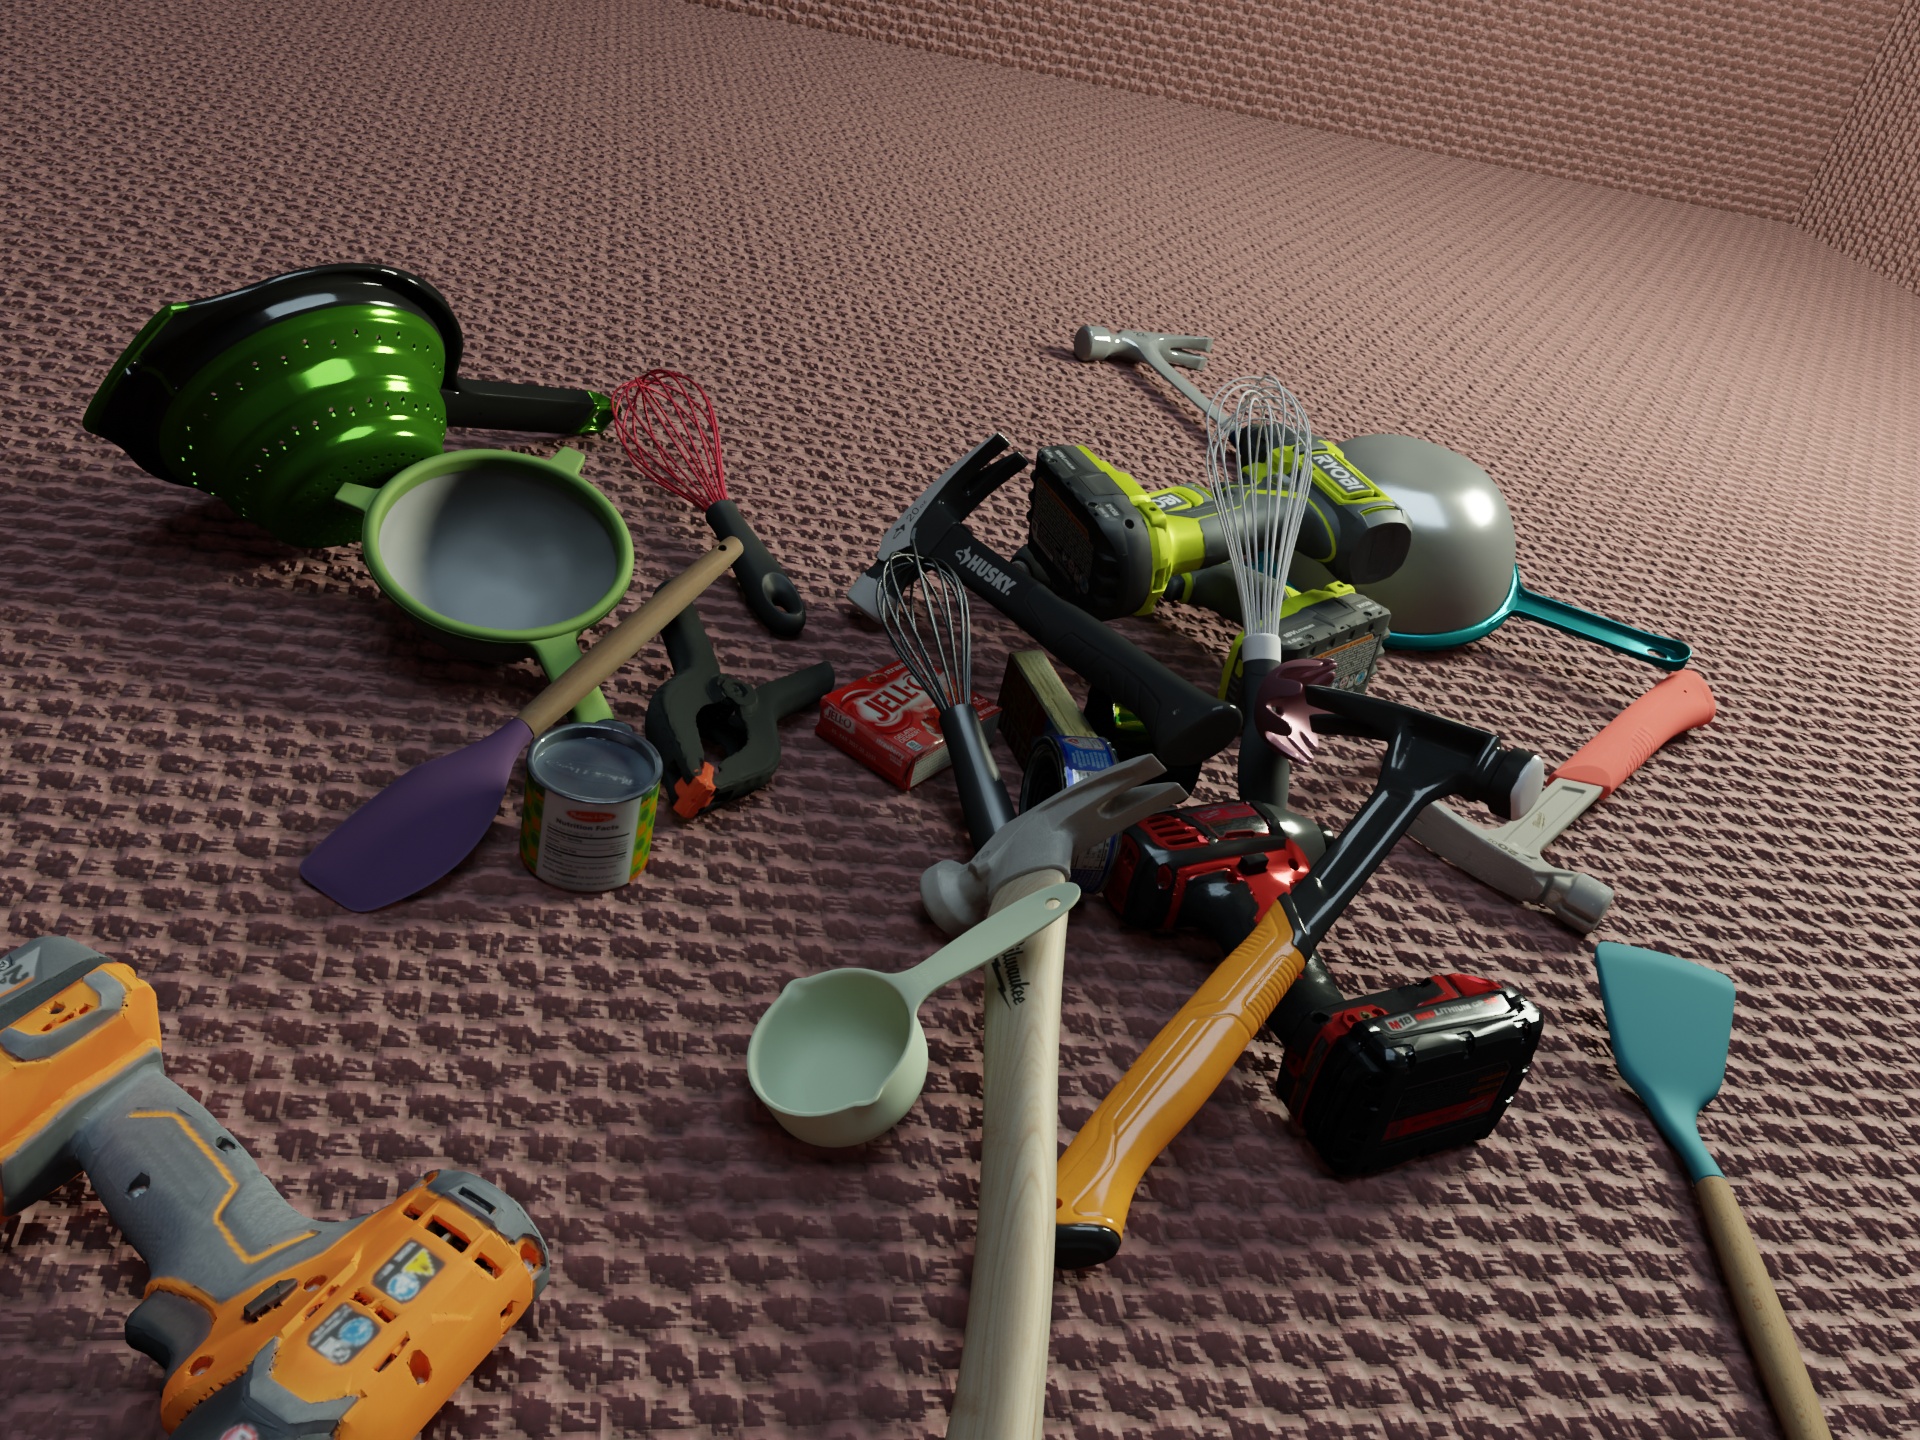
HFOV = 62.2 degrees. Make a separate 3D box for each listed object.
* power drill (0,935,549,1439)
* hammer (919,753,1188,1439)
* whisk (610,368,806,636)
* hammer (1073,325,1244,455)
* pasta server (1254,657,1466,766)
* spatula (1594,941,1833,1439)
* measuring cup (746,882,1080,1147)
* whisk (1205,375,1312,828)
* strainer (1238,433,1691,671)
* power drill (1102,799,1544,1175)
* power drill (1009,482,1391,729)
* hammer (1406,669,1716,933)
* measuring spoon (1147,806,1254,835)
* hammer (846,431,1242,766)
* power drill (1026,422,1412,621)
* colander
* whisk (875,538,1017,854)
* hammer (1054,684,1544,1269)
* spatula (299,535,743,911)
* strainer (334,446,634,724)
[{"bbox_3d":[-0.277,0.183,0.535,0.226,0.084,0.164,28,35,12],"label":"power drill"},{"bbox_3d":[0.030,0.174,0.644,0.038,0.146,0.411,45,29,-25],"label":"hammer"},{"bbox_3d":[-0.174,-0.155,1.104,0.073,0.073,0.296,-8,46,-31],"label":"whisk"},{"bbox_3d":[0.256,-0.266,1.456,0.144,0.035,0.406,-4,38,-27],"label":"hammer"},{"bbox_3d":[0.257,0.000,0.976,0.040,0.060,0.316,16,6,37],"label":"pasta server"},{"bbox_3d":[0.365,0.232,0.748,0.082,0.044,0.318,16,34,-5],"label":"spatula"},{"bbox_3d":[-0.013,0.127,0.702,0.167,0.038,0.083,-31,41,-14],"label":"measuring cup"},{"bbox_3d":[0.179,-0.073,0.952,0.070,0.070,0.285,5,77,-15],"label":"whisk"},{"bbox_3d":[0.396,-0.133,1.213,0.340,0.095,0.211,23,48,17],"label":"strainer"},{"bbox_3d":[0.183,0.119,0.820,0.143,0.078,0.220,-6,35,-28],"label":"power drill"},{"bbox_3d":[0.163,-0.084,1.113,0.190,0.080,0.229,-20,44,-35],"label":"power drill"},{"bbox_3d":[0.427,0.028,1.086,0.149,0.036,0.359,34,38,27],"label":"hammer"},{"bbox_3d":[0.144,0.066,0.939,0.124,0.018,0.034,7,40,1],"label":"measuring spoon"},{"bbox_3d":[0.053,-0.066,0.937,0.035,0.146,0.335,38,2,-40],"label":"hammer"},{"bbox_3d":[0.165,-0.143,1.069,0.223,0.080,0.171,-11,40,-19],"label":"power drill"},{"bbox_3d":[-0.339,-0.178,1.020,0.094,0.204,0.397,57,27,10],"label":"colander"},{"bbox_3d":[-0.001,-0.004,0.899,0.055,0.055,0.239,-3,58,-25],"label":"whisk"},{"bbox_3d":[0.133,0.109,0.735,0.127,0.034,0.337,22,55,37],"label":"hammer"},{"bbox_3d":[-0.213,-0.010,0.842,0.060,0.018,0.316,29,50,14],"label":"spatula"},{"bbox_3d":[-0.246,-0.044,0.914,0.151,0.069,0.257,-17,62,-32],"label":"strainer"}]
